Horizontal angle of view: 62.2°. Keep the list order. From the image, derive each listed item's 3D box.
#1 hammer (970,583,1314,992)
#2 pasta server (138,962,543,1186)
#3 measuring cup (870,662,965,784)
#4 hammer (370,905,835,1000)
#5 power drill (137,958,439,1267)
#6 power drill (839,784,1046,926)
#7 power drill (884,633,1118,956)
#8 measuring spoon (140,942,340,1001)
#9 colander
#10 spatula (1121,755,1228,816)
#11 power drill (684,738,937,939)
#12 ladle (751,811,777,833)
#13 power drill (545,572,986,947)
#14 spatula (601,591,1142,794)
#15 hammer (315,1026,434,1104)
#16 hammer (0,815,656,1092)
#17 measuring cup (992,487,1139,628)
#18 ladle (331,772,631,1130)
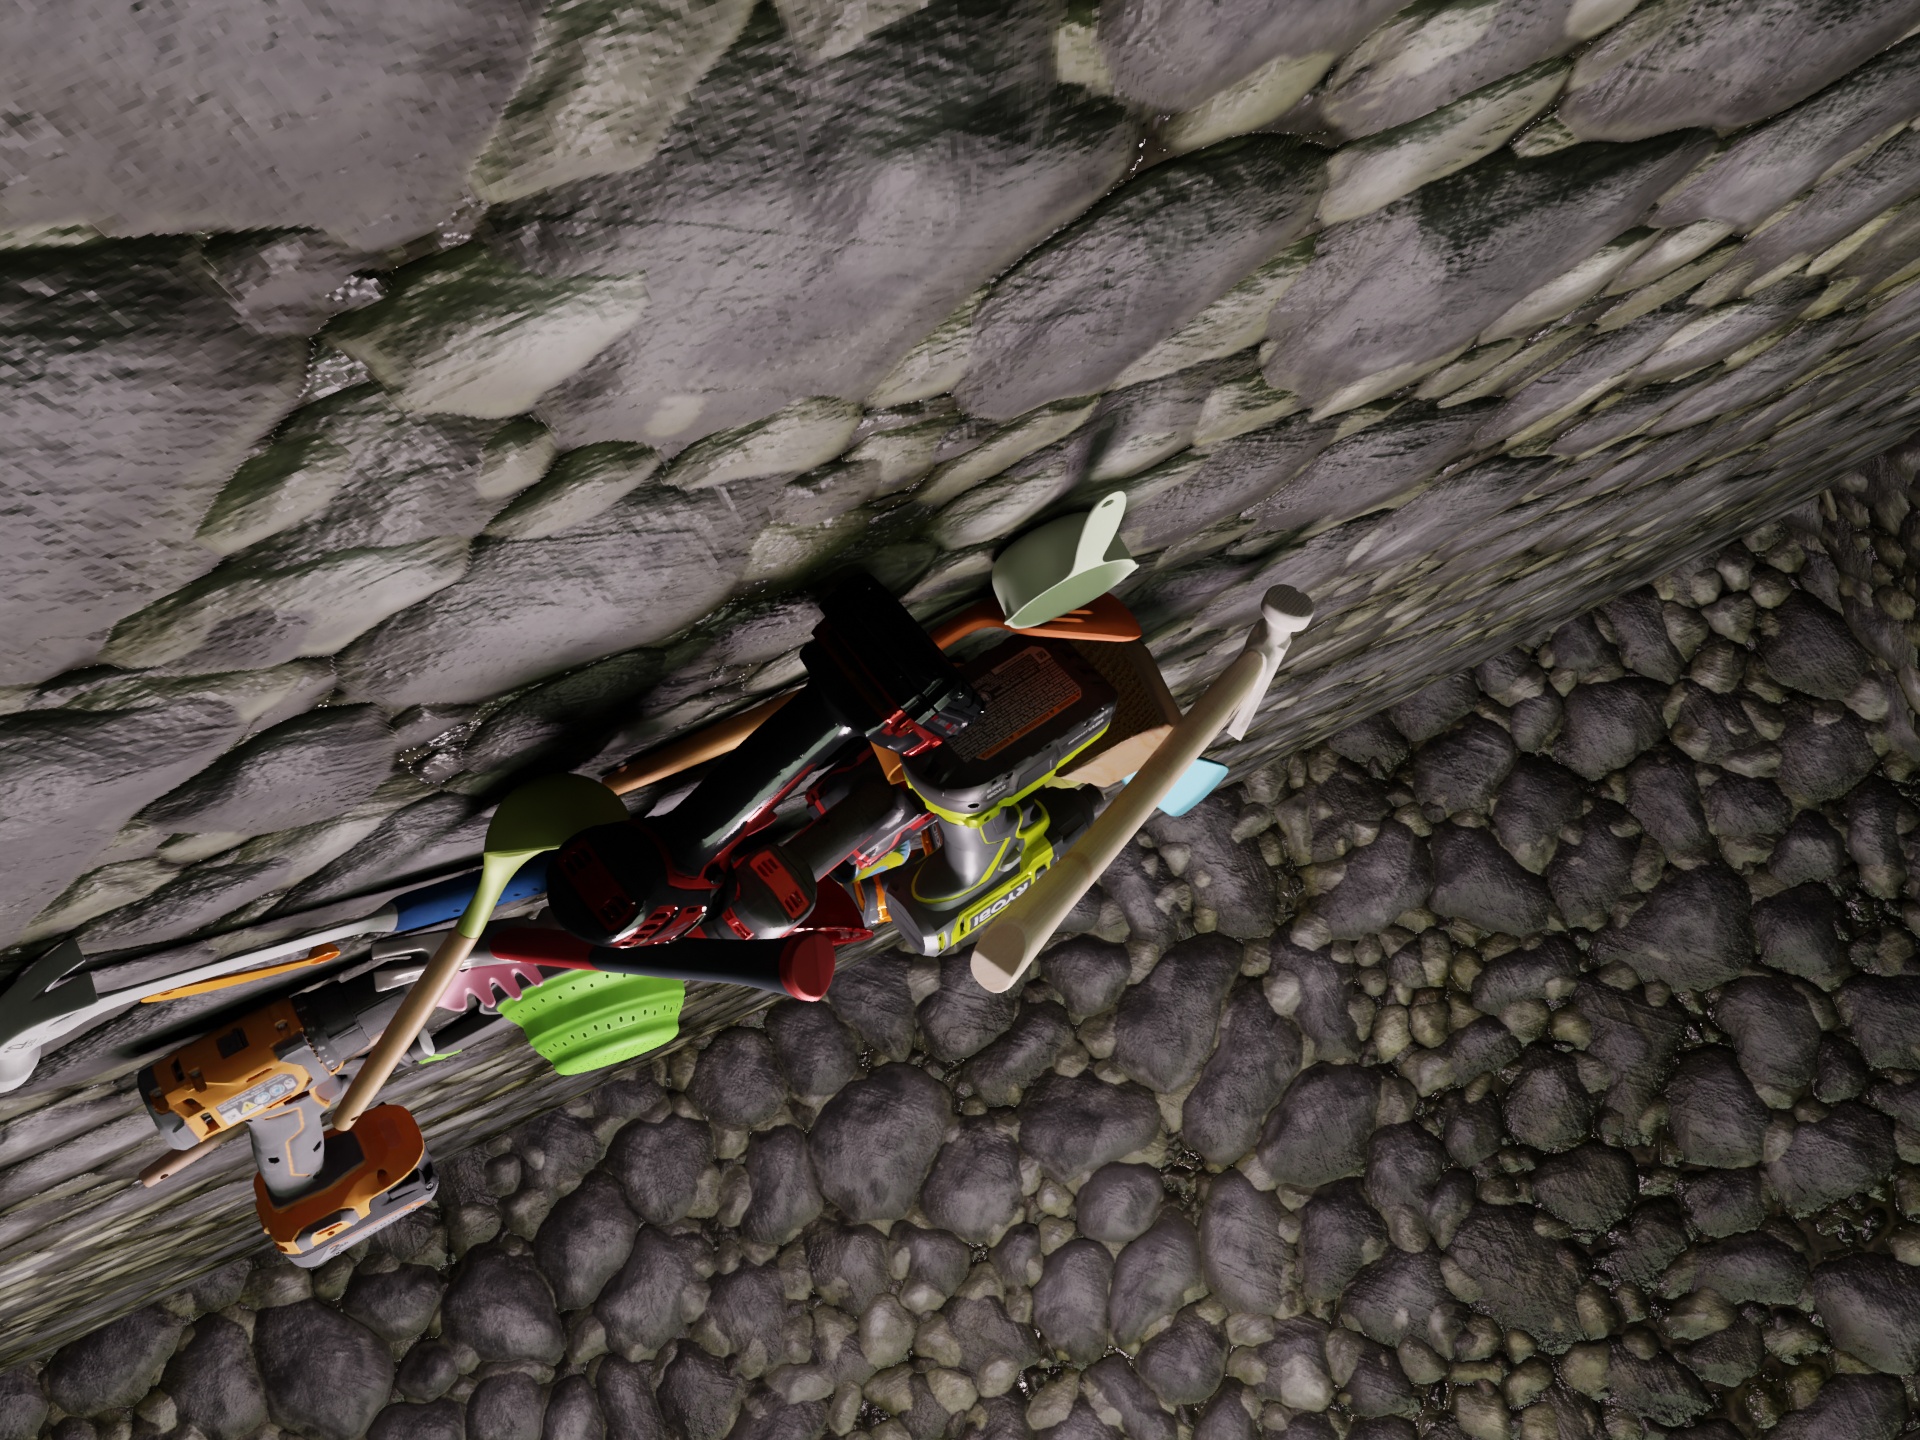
[{"bbox_3d":[0.126,0.054,1.097,0.411,0.038,0.146,-43,161,-42],"label":"hammer"},{"bbox_3d":[-0.450,0.249,1.172,0.316,0.040,0.060,-33,145,-17],"label":"pasta server"},{"bbox_3d":[-0.002,-0.004,1.097,0.095,0.052,0.173,-32,170,24],"label":"measuring cup"},{"bbox_3d":[-0.217,0.143,0.960,0.143,0.038,0.386,-7,-179,-42],"label":"hammer"},{"bbox_3d":[-0.441,0.271,1.121,0.185,0.084,0.226,-28,139,-20],"label":"power drill"},{"bbox_3d":[0.003,0.124,1.450,0.164,0.084,0.226,-10,165,-30],"label":"power drill"},{"bbox_3d":[0.031,0.048,1.029,0.171,0.080,0.223,-32,153,-20],"label":"power drill"},{"bbox_3d":[-0.429,0.149,0.949,0.117,0.011,0.021,-10,162,-45],"label":"measuring spoon"},{"bbox_3d":[-0.371,0.284,1.445,0.397,0.094,0.204,-29,164,35],"label":"colander"},{"bbox_3d":[0.082,0.043,1.336,0.317,0.044,0.082,2,144,-34],"label":"spatula"},{"bbox_3d":[-0.109,0.096,1.087,0.143,0.078,0.220,-38,-179,43],"label":"power drill"},{"bbox_3d":[-0.201,0.113,1.061,0.069,0.031,0.315,-24,171,-36],"label":"ladle"},{"bbox_3d":[-0.098,0.035,0.835,0.226,0.080,0.188,-41,170,2],"label":"power drill"},{"bbox_3d":[-0.054,-0.017,0.926,0.322,0.041,0.081,-23,-154,-1],"label":"spatula"},{"bbox_3d":[-0.529,0.279,1.271,0.127,0.034,0.336,-26,169,-8],"label":"hammer"},{"bbox_3d":[-0.338,0.116,0.920,0.405,0.035,0.144,-15,165,-45],"label":"hammer"},{"bbox_3d":[0.058,-0.097,0.827,0.083,0.038,0.167,-24,167,-12],"label":"measuring cup"},{"bbox_3d":[-0.287,0.146,0.912,0.320,0.062,0.078,-51,157,26],"label":"ladle"}]
